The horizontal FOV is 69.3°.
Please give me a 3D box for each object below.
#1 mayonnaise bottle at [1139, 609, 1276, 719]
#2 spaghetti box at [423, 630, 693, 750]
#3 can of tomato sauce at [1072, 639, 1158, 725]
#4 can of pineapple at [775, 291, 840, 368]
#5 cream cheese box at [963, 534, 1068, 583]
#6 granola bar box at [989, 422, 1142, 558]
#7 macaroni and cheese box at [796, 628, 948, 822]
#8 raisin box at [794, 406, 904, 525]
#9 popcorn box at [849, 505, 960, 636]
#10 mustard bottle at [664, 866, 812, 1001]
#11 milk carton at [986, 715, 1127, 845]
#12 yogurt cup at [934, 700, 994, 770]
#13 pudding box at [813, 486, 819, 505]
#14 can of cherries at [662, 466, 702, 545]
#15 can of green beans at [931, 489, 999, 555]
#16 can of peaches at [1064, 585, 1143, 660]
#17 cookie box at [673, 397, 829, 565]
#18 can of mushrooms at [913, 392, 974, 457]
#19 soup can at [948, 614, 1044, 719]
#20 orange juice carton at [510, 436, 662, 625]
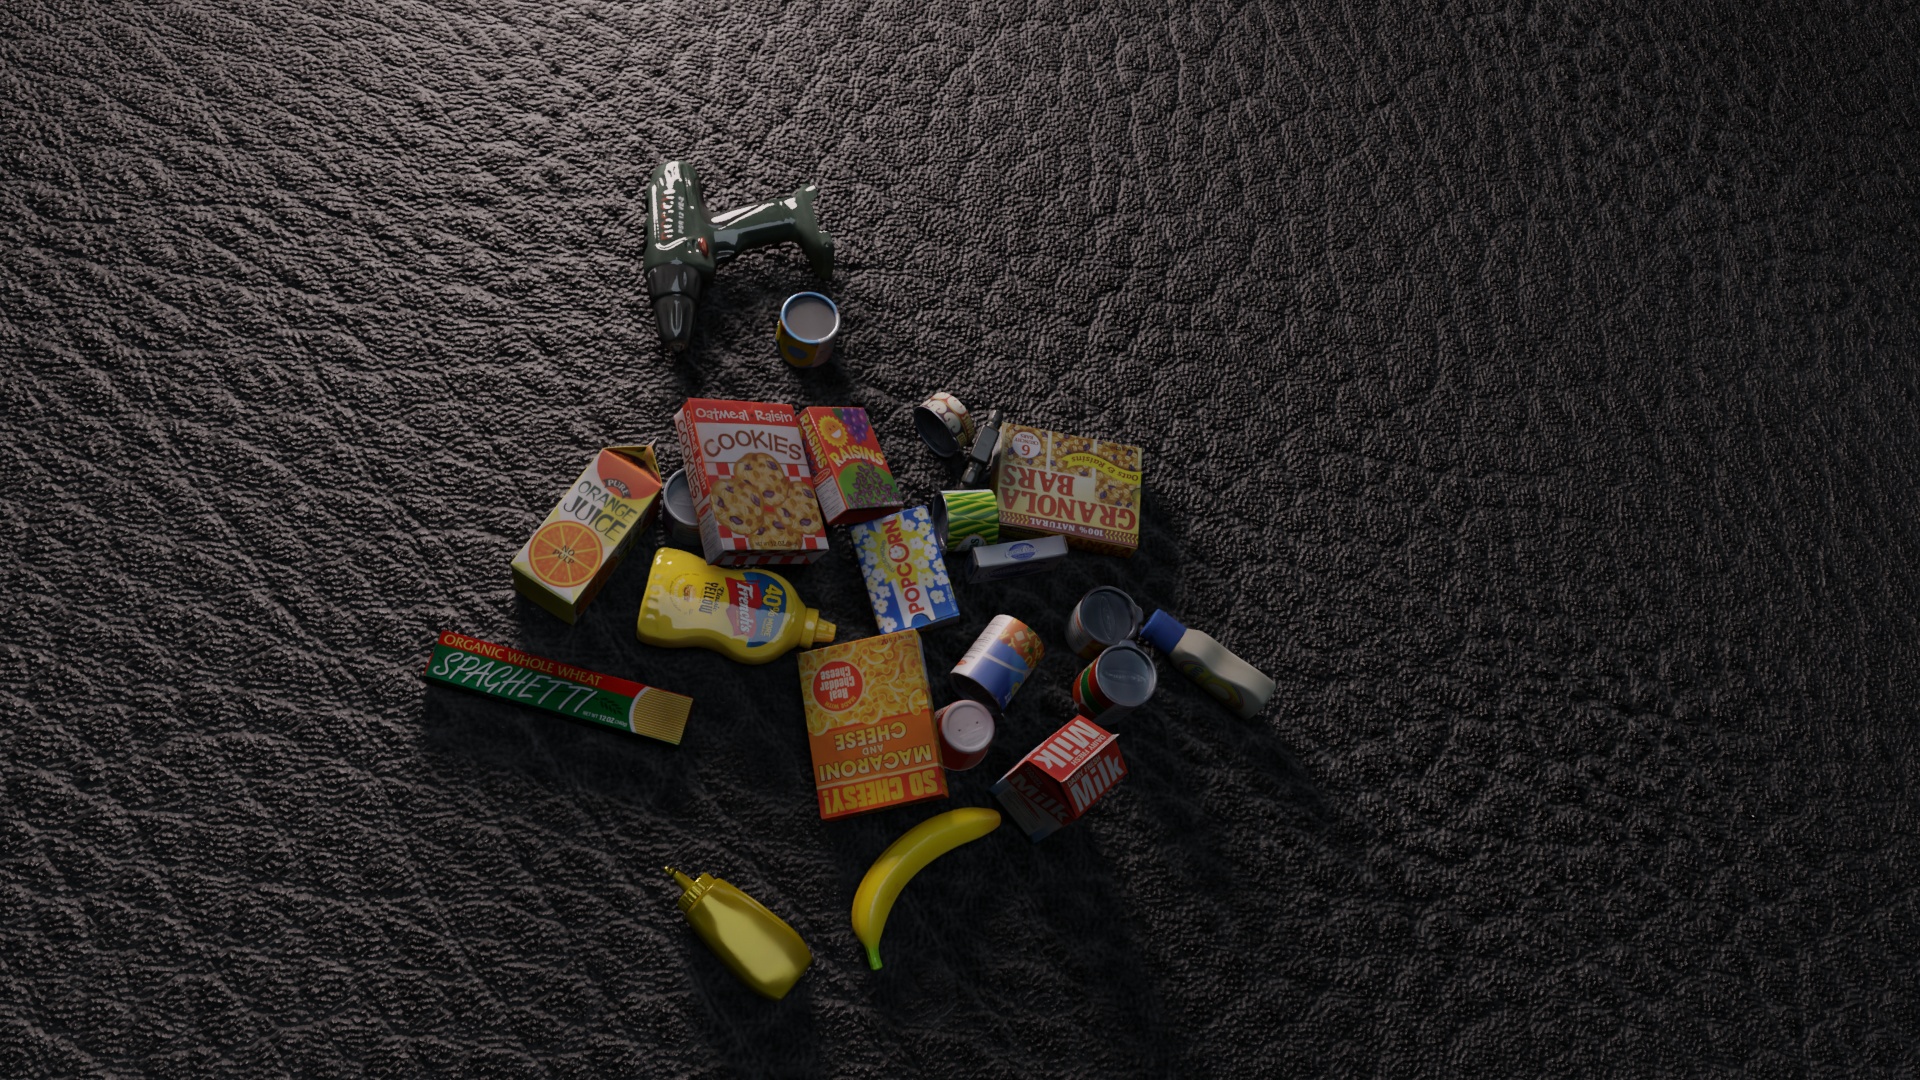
[{"bbox_3d":[0.262,0.131,1.488,0.148,0.064,0.041,36,62,6],"label":"mayonnaise bottle"},{"bbox_3d":[-0.384,0.145,1.333,0.250,0.028,0.050,17,64,-8],"label":"spaghetti box"},{"bbox_3d":[0.159,0.148,1.440,0.071,0.082,0.071,5,67,-12],"label":"can of tomato sauce"},{"bbox_3d":[-0.170,-0.232,1.527,0.071,0.057,0.071,5,67,-12],"label":"can of pineapple"},{"bbox_3d":[0.058,0.020,1.484,0.104,0.053,0.024,-8,69,-17],"label":"cream cheese box"},{"bbox_3d":[0.117,-0.055,1.538,0.166,0.039,0.124,10,66,-10],"label":"granola bar box"},{"bbox_3d":[-0.086,0.182,1.367,0.124,0.040,0.167,-12,71,4],"label":"macaroni and cheese box"},{"bbox_3d":[-0.121,-0.080,1.469,0.086,0.040,0.123,-6,67,-48],"label":"raisin box"},{"bbox_3d":[-0.058,0.035,1.446,0.085,0.038,0.127,-16,73,-6],"label":"popcorn box"},{"bbox_3d":[-0.211,0.353,1.280,0.160,0.048,0.065,41,64,5],"label":"mustard bottle"},{"bbox_3d":[0.096,0.228,1.332,0.072,0.189,0.073,-37,82,-24],"label":"milk carton"},{"bbox_3d":[0.002,0.193,1.398,0.072,0.053,0.072,5,68,-13],"label":"yogurt cup"},{"bbox_3d":[-0.187,-0.037,1.457,0.050,0.030,0.084,42,64,6],"label":"pudding box"},{"bbox_3d":[-0.271,-0.037,1.420,0.071,0.058,0.072,5,67,-11],"label":"can of cherries"},{"bbox_3d":[0.005,-0.021,1.480,0.058,0.071,0.071,-2,69,-16],"label":"can of green beans"},{"bbox_3d":[0.151,0.089,1.477,0.071,0.057,0.071,5,66,-13],"label":"can of peaches"},{"bbox_3d":[-0.210,-0.060,1.397,0.123,0.040,0.168,0,66,-39],"label":"cookie box"},{"bbox_3d":[-0.016,-0.125,1.517,0.033,0.070,0.071,-38,81,-26],"label":"can of mushrooms"},{"bbox_3d":[0.040,0.130,1.428,0.071,0.071,0.084,38,64,3],"label":"soup can"},{"bbox_3d":[-0.359,-0.019,1.383,0.073,0.071,0.193,32,64,-1],"label":"orange juice carton"}]
